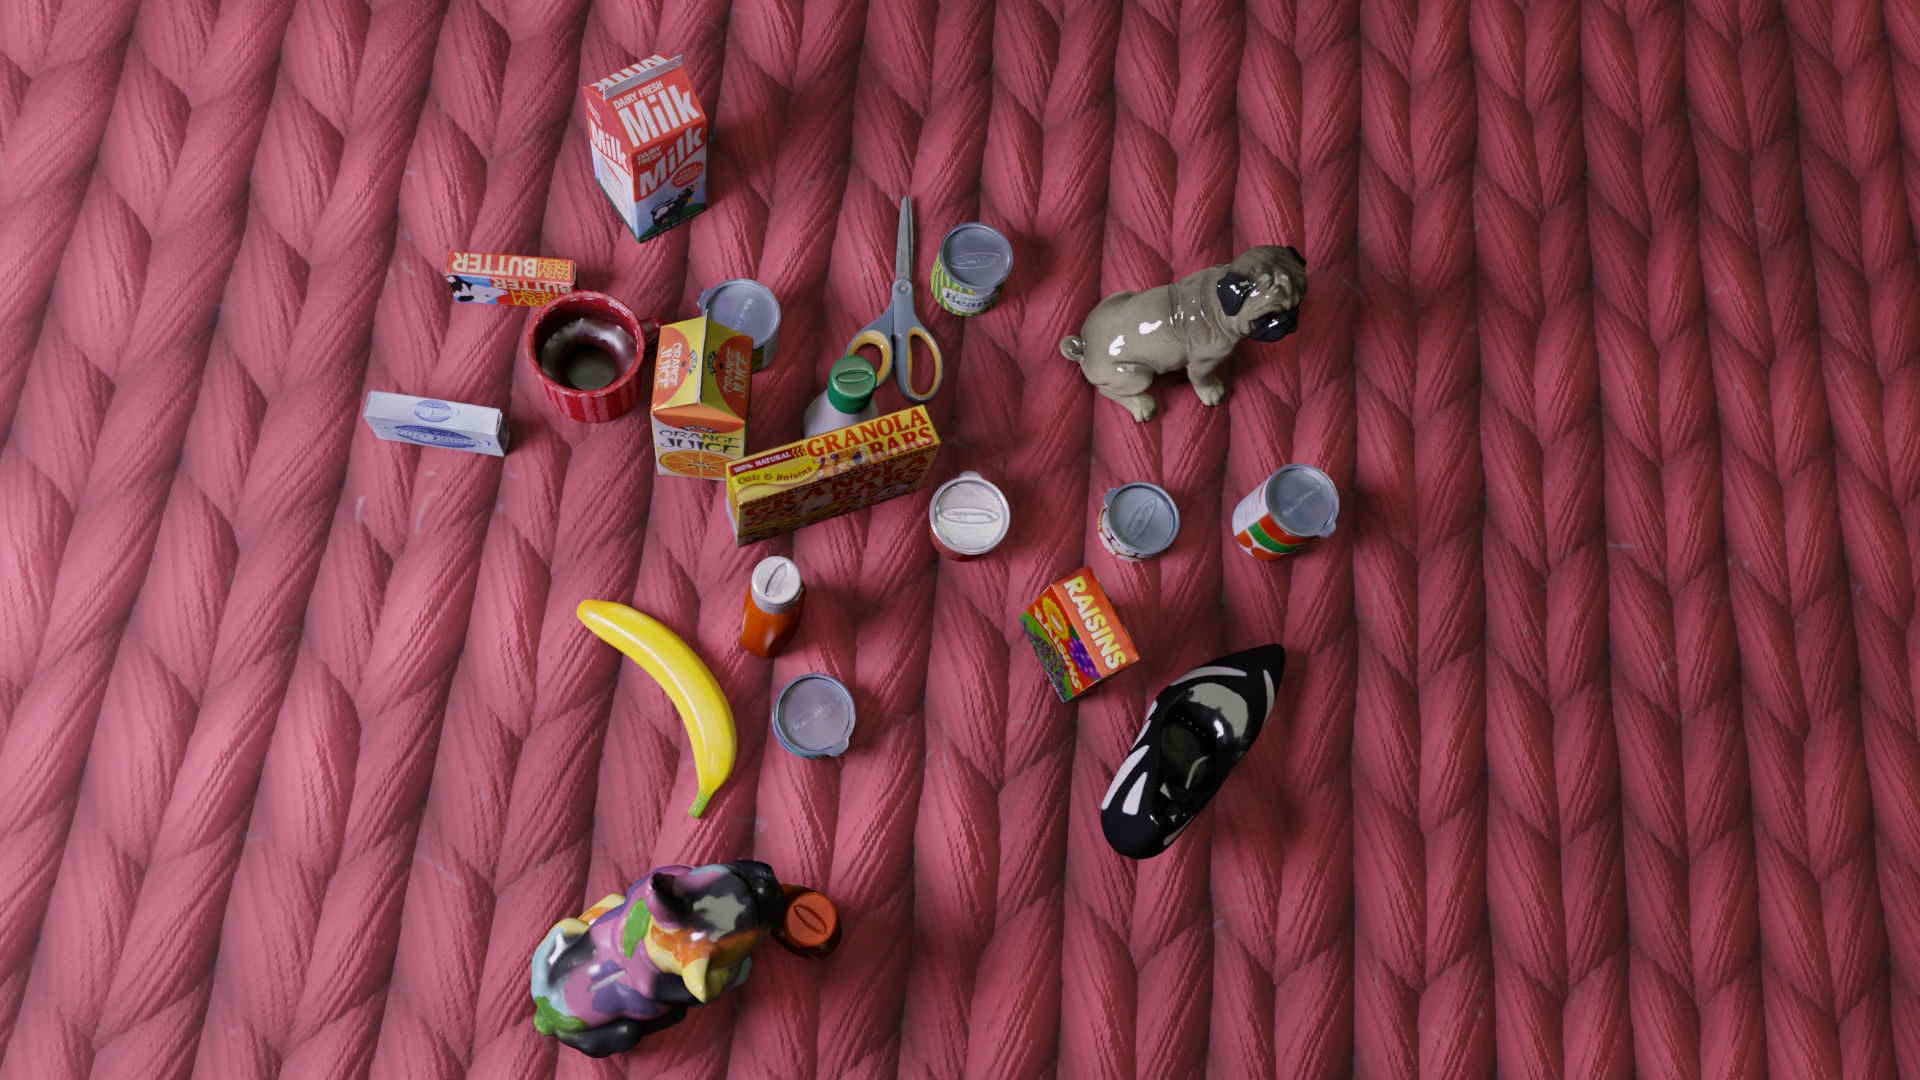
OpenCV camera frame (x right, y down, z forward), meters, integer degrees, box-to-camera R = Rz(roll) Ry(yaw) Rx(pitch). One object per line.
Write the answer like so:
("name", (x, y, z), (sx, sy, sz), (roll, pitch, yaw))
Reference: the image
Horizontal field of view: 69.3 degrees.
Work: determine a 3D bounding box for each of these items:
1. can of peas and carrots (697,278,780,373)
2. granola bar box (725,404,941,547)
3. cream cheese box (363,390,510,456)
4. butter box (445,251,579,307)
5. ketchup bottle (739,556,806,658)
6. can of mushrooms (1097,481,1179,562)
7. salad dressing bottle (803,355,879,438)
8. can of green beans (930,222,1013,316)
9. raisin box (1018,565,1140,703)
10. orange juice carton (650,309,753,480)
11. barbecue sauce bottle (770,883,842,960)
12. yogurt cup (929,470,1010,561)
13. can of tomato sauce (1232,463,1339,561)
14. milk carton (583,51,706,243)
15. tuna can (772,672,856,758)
("can of peas and carrots", (-0.191, -0.183, 1.189), (0.071, 0.058, 0.071), (3, 73, -9))
("granola bar box", (-0.107, -0.052, 1.130), (0.166, 0.124, 0.039), (-18, 78, -14))
("cream cheese box", (-0.422, -0.094, 1.125), (0.104, 0.053, 0.024), (8, 73, -8))
("butter box", (-0.375, -0.219, 1.170), (0.103, 0.053, 0.024), (2, 74, -9))
("ketchup bottle", (-0.145, 0.048, 1.081), (0.043, 0.148, 0.065), (28, 71, -1))
("can of mushrooms", (0.153, -0.017, 1.214), (0.071, 0.033, 0.071), (3, 73, -9))
("salad dressing bottle", (-0.095, -0.107, 1.137), (0.064, 0.147, 0.044), (-7, 76, -12))
("can of green beans", (0.009, -0.242, 1.242), (0.071, 0.057, 0.071), (3, 73, -9))
("raisin box", (0.095, 0.079, 1.128), (0.040, 0.123, 0.086), (-25, 80, -16))
("orange juice carton", (-0.202, -0.111, 1.095), (0.073, 0.192, 0.072), (6, 73, -8))
("barbecue sauce bottle", (-0.115, 0.279, 1.018), (0.065, 0.148, 0.044), (40, 72, 3))
("yogurt cup", (0.004, -0.015, 1.176), (0.072, 0.053, 0.072), (3, 73, -9))
("can of tomato sauce", (0.284, -0.022, 1.212), (0.071, 0.083, 0.071), (3, 74, -9))
("milk carton", (-0.259, -0.333, 1.152), (0.072, 0.190, 0.073), (-33, 82, -17))
("tuna can", (-0.117, 0.144, 1.119), (0.071, 0.032, 0.071), (3, 73, -9))
